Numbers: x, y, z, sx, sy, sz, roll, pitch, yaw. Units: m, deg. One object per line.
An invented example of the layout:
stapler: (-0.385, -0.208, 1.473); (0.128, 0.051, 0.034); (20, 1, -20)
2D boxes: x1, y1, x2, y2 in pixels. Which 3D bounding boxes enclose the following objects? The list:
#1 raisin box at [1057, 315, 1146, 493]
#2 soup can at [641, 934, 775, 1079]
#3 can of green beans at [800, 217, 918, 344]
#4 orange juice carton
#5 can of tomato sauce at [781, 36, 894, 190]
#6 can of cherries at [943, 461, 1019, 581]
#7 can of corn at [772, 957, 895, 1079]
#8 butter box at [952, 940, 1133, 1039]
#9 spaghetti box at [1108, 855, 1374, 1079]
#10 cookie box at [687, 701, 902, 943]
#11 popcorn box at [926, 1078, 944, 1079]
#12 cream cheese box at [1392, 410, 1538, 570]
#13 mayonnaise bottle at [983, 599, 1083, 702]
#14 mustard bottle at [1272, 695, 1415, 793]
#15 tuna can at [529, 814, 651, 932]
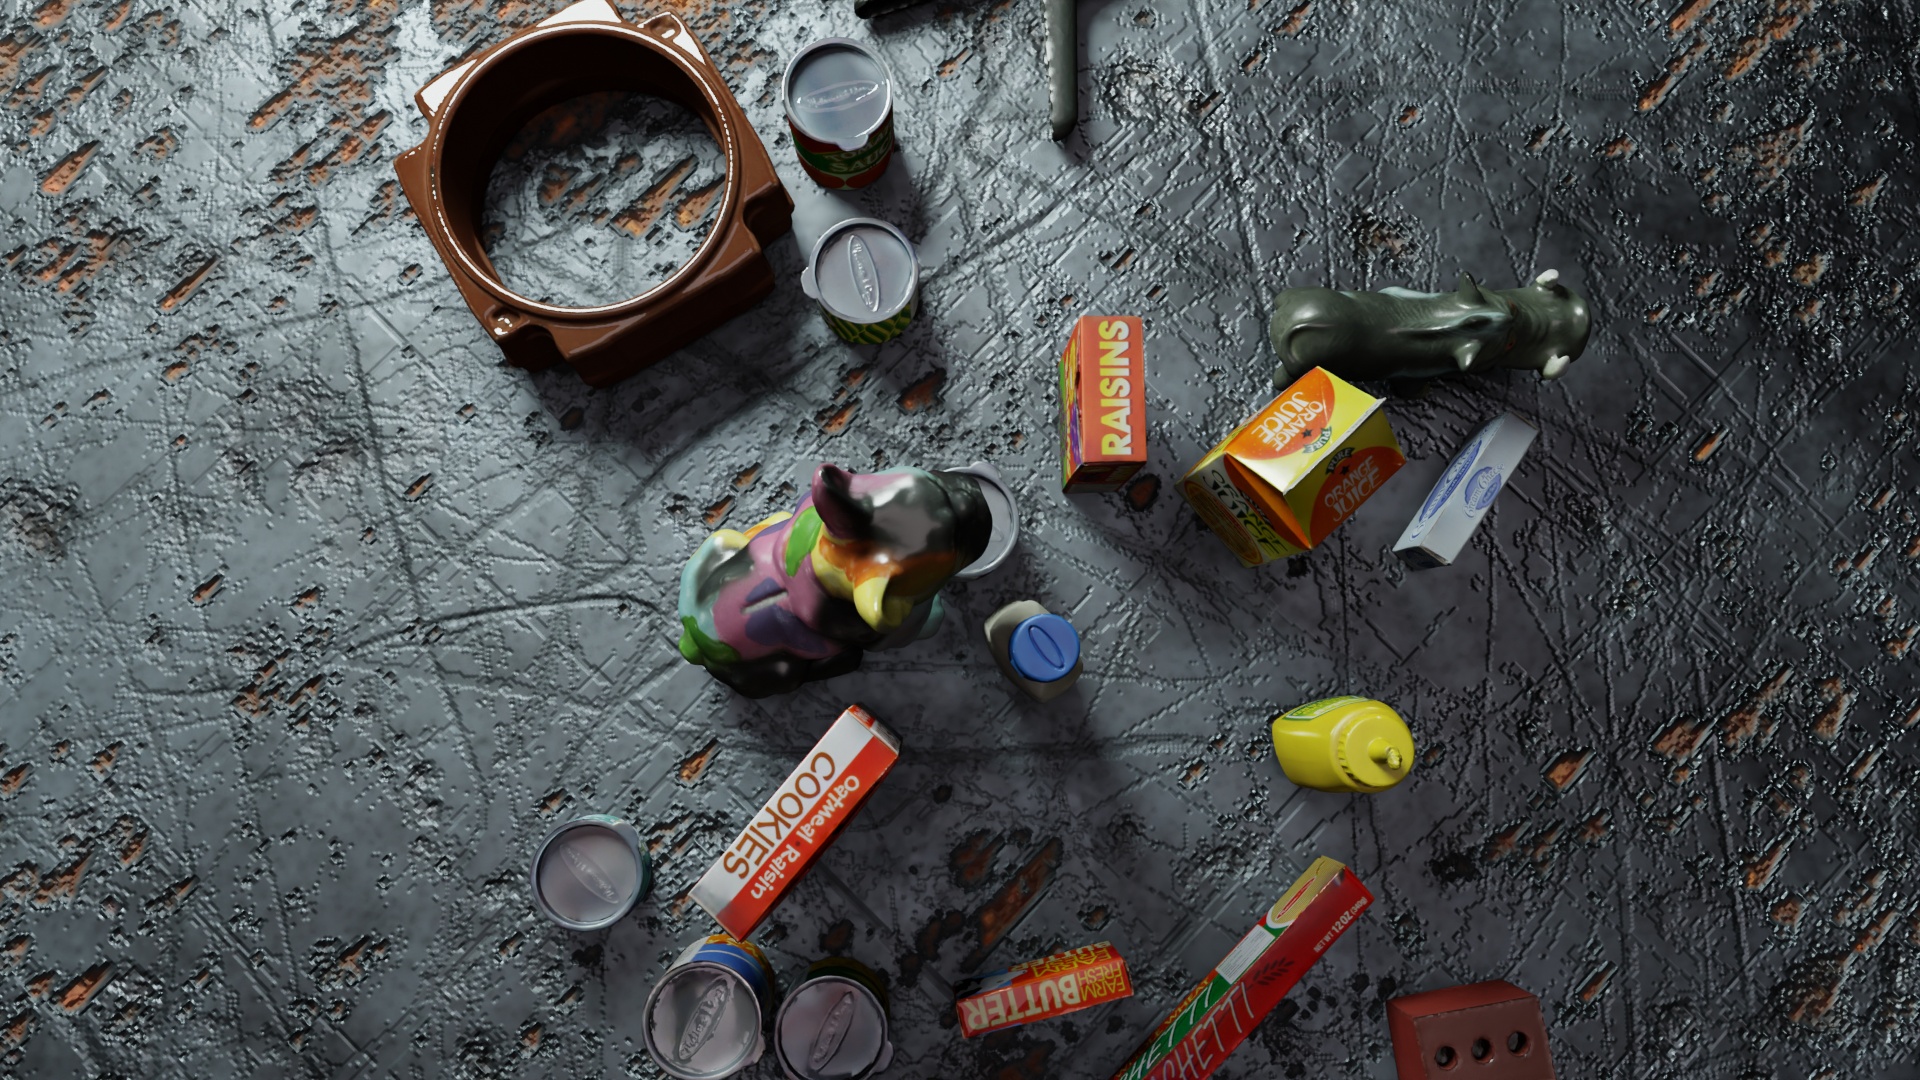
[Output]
raisin box: (0.082, -0.078, 0.827); (0.040, 0.123, 0.086); (0, 85, -2)
soup can: (-0.141, 0.270, 0.803); (0.071, 0.083, 0.071); (0, 84, -2)
can of green beans: (-0.059, -0.160, 0.864); (0.071, 0.058, 0.071); (0, 84, -2)
orange juice carton: (0.187, -0.040, 0.792); (0.072, 0.192, 0.073); (-41, 87, -5)
can of tomato sauce: (-0.073, -0.261, 0.861); (0.071, 0.083, 0.071); (0, 84, -2)
can of cherries: (0.003, -0.011, 0.850); (0.071, 0.058, 0.071); (0, 84, -2)
can of corn: (-0.072, 0.285, 0.817); (0.071, 0.058, 0.071); (0, 84, -2)
butter box: (0.048, 0.266, 0.825); (0.103, 0.053, 0.024); (-14, 85, -3)
spaghetti box: (0.146, 0.289, 0.828); (0.250, 0.050, 0.029); (-45, 87, -6)
cookie box: (-0.085, 0.151, 0.775); (0.040, 0.167, 0.123); (40, 85, 2)
popcorn box: (-0.007, 0.386, 0.795); (0.038, 0.085, 0.127); (5, 84, -1)
cream cheese box: (0.314, -0.029, 0.865); (0.024, 0.053, 0.104); (35, 84, 2)
mayonnaise bottle: (0.043, 0.063, 0.799); (0.041, 0.148, 0.065); (-37, 87, -5)
mustard bottle: (0.225, 0.117, 0.793); (0.065, 0.160, 0.049); (-18, 85, -3)
tuna can: (-0.219, 0.197, 0.834); (0.071, 0.033, 0.071); (0, 84, -2)
